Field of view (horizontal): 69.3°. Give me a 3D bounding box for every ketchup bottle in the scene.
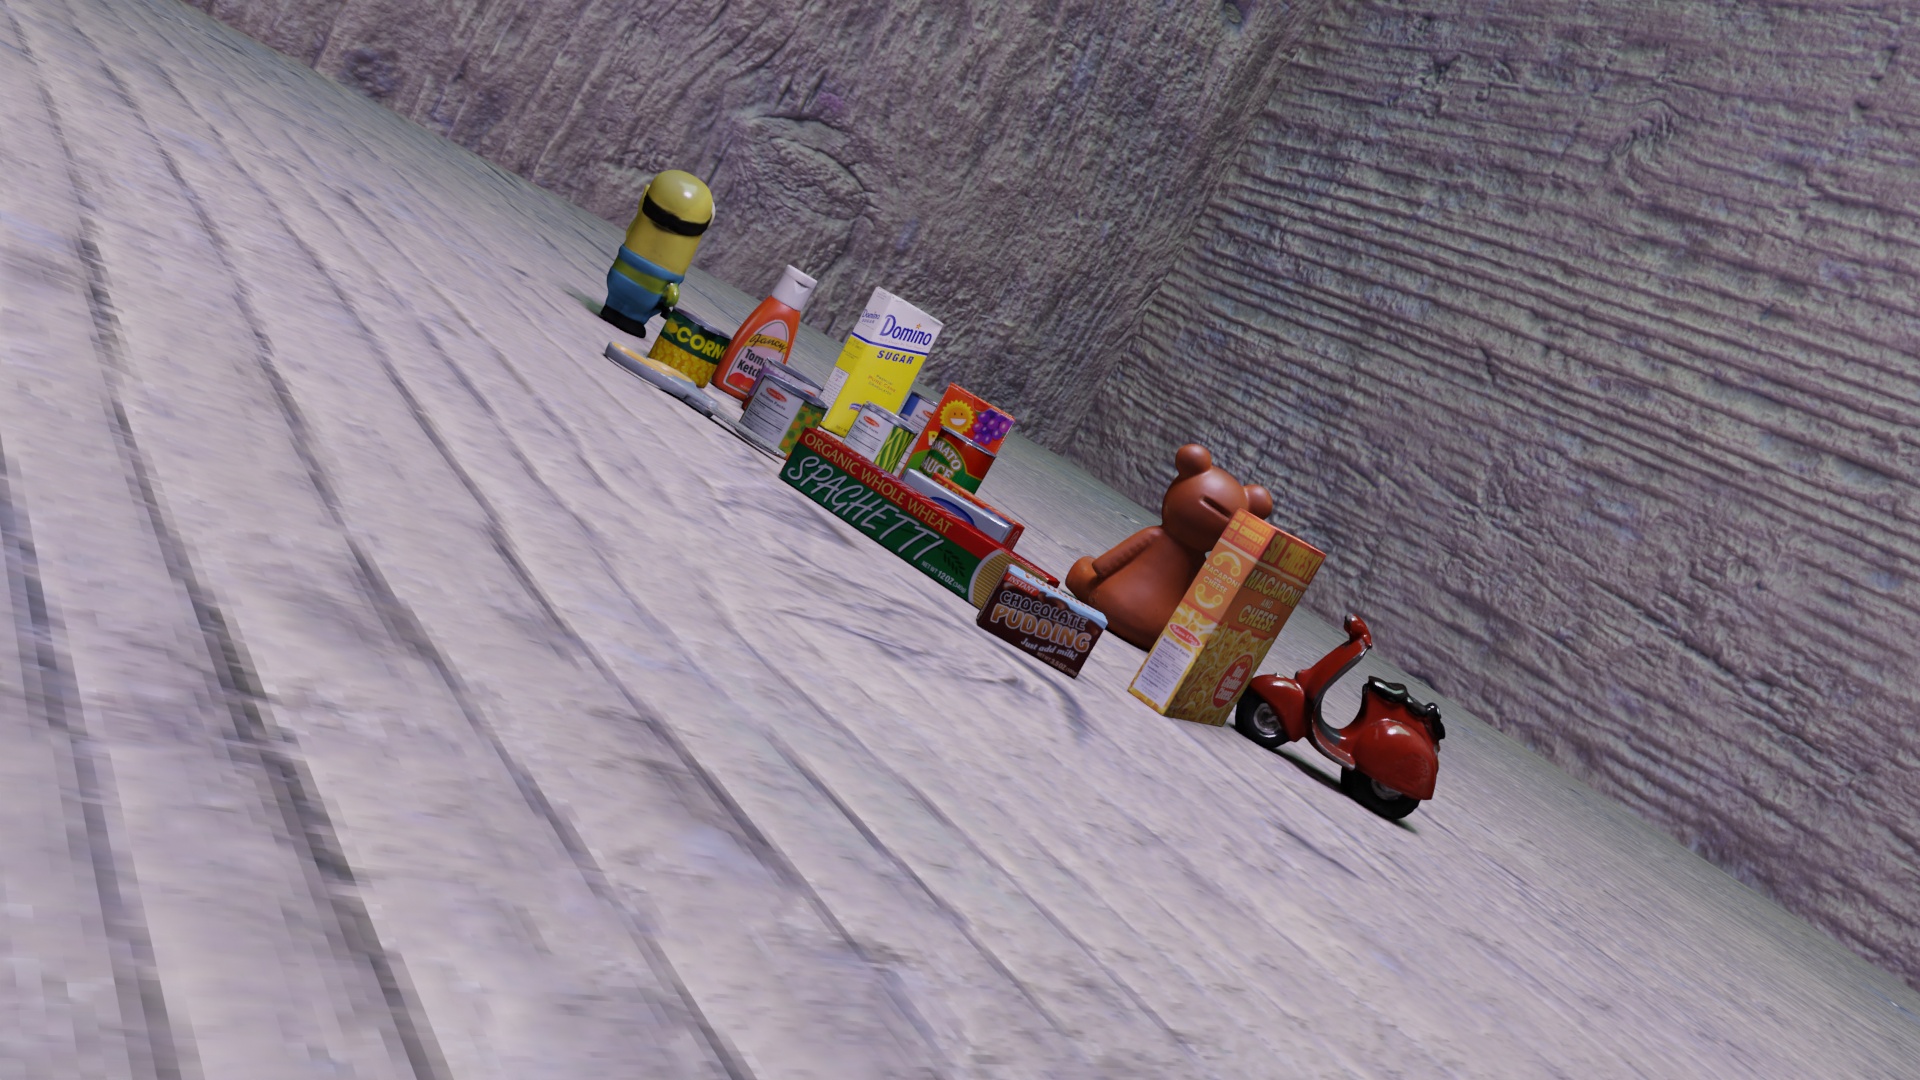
[{"bbox_3d":[-0.203,-0.218,1.468,0.064,0.148,0.043,26,8,-29],"label":"ketchup bottle"}]

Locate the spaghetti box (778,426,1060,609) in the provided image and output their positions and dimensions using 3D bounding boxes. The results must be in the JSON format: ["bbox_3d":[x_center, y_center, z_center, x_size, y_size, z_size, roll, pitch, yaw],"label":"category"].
[{"bbox_3d":[-0.037,-0.011,1.099,0.250,0.050,0.029,33,7,21],"label":"spaghetti box"}]

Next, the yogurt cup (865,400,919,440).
[{"bbox_3d":[-0.090,-0.122,1.626,0.072,0.054,0.072,29,7,-4],"label":"yogurt cup"}]

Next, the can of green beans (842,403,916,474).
[{"bbox_3d":[-0.091,-0.109,1.518,0.071,0.057,0.071,29,7,-4],"label":"can of green beans"}]

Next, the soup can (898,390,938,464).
[{"bbox_3d":[-0.053,-0.137,1.755,0.071,0.083,0.071,29,7,-4],"label":"soup can"}]

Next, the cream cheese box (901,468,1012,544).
[{"bbox_3d":[-0.013,-0.015,1.204,0.104,0.053,0.024,31,7,7],"label":"cream cheese box"}]

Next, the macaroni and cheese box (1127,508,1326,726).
[{"bbox_3d":[0.213,0.064,1.102,0.040,0.166,0.124,34,8,33],"label":"macaroni and cheese box"}]

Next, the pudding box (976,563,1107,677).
[{"bbox_3d":[0.059,0.058,1.009,0.084,0.049,0.030,29,7,-4],"label":"pudding box"}]

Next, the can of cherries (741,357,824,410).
[{"bbox_3d":[-0.183,-0.147,1.418,0.071,0.058,0.071,29,7,-4],"label":"can of cherries"}]

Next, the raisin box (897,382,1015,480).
[{"bbox_3d":[-0.004,-0.105,1.568,0.086,0.123,0.040,30,7,-1],"label":"raisin box"}]

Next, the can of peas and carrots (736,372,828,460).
[{"bbox_3d":[-0.161,-0.111,1.260,0.071,0.058,0.071,29,7,-4],"label":"can of peas and carrots"}]

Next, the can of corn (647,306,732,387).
[{"bbox_3d":[-0.270,-0.192,1.388,0.071,0.058,0.071,29,7,-4],"label":"can of corn"}]

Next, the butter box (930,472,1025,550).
[{"bbox_3d":[0.005,-0.016,1.280,0.104,0.053,0.024,34,8,29],"label":"butter box"}]

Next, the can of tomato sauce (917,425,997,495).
[{"bbox_3d":[-0.012,-0.069,1.456,0.071,0.083,0.071,29,7,-4],"label":"can of tomato sauce"}]
